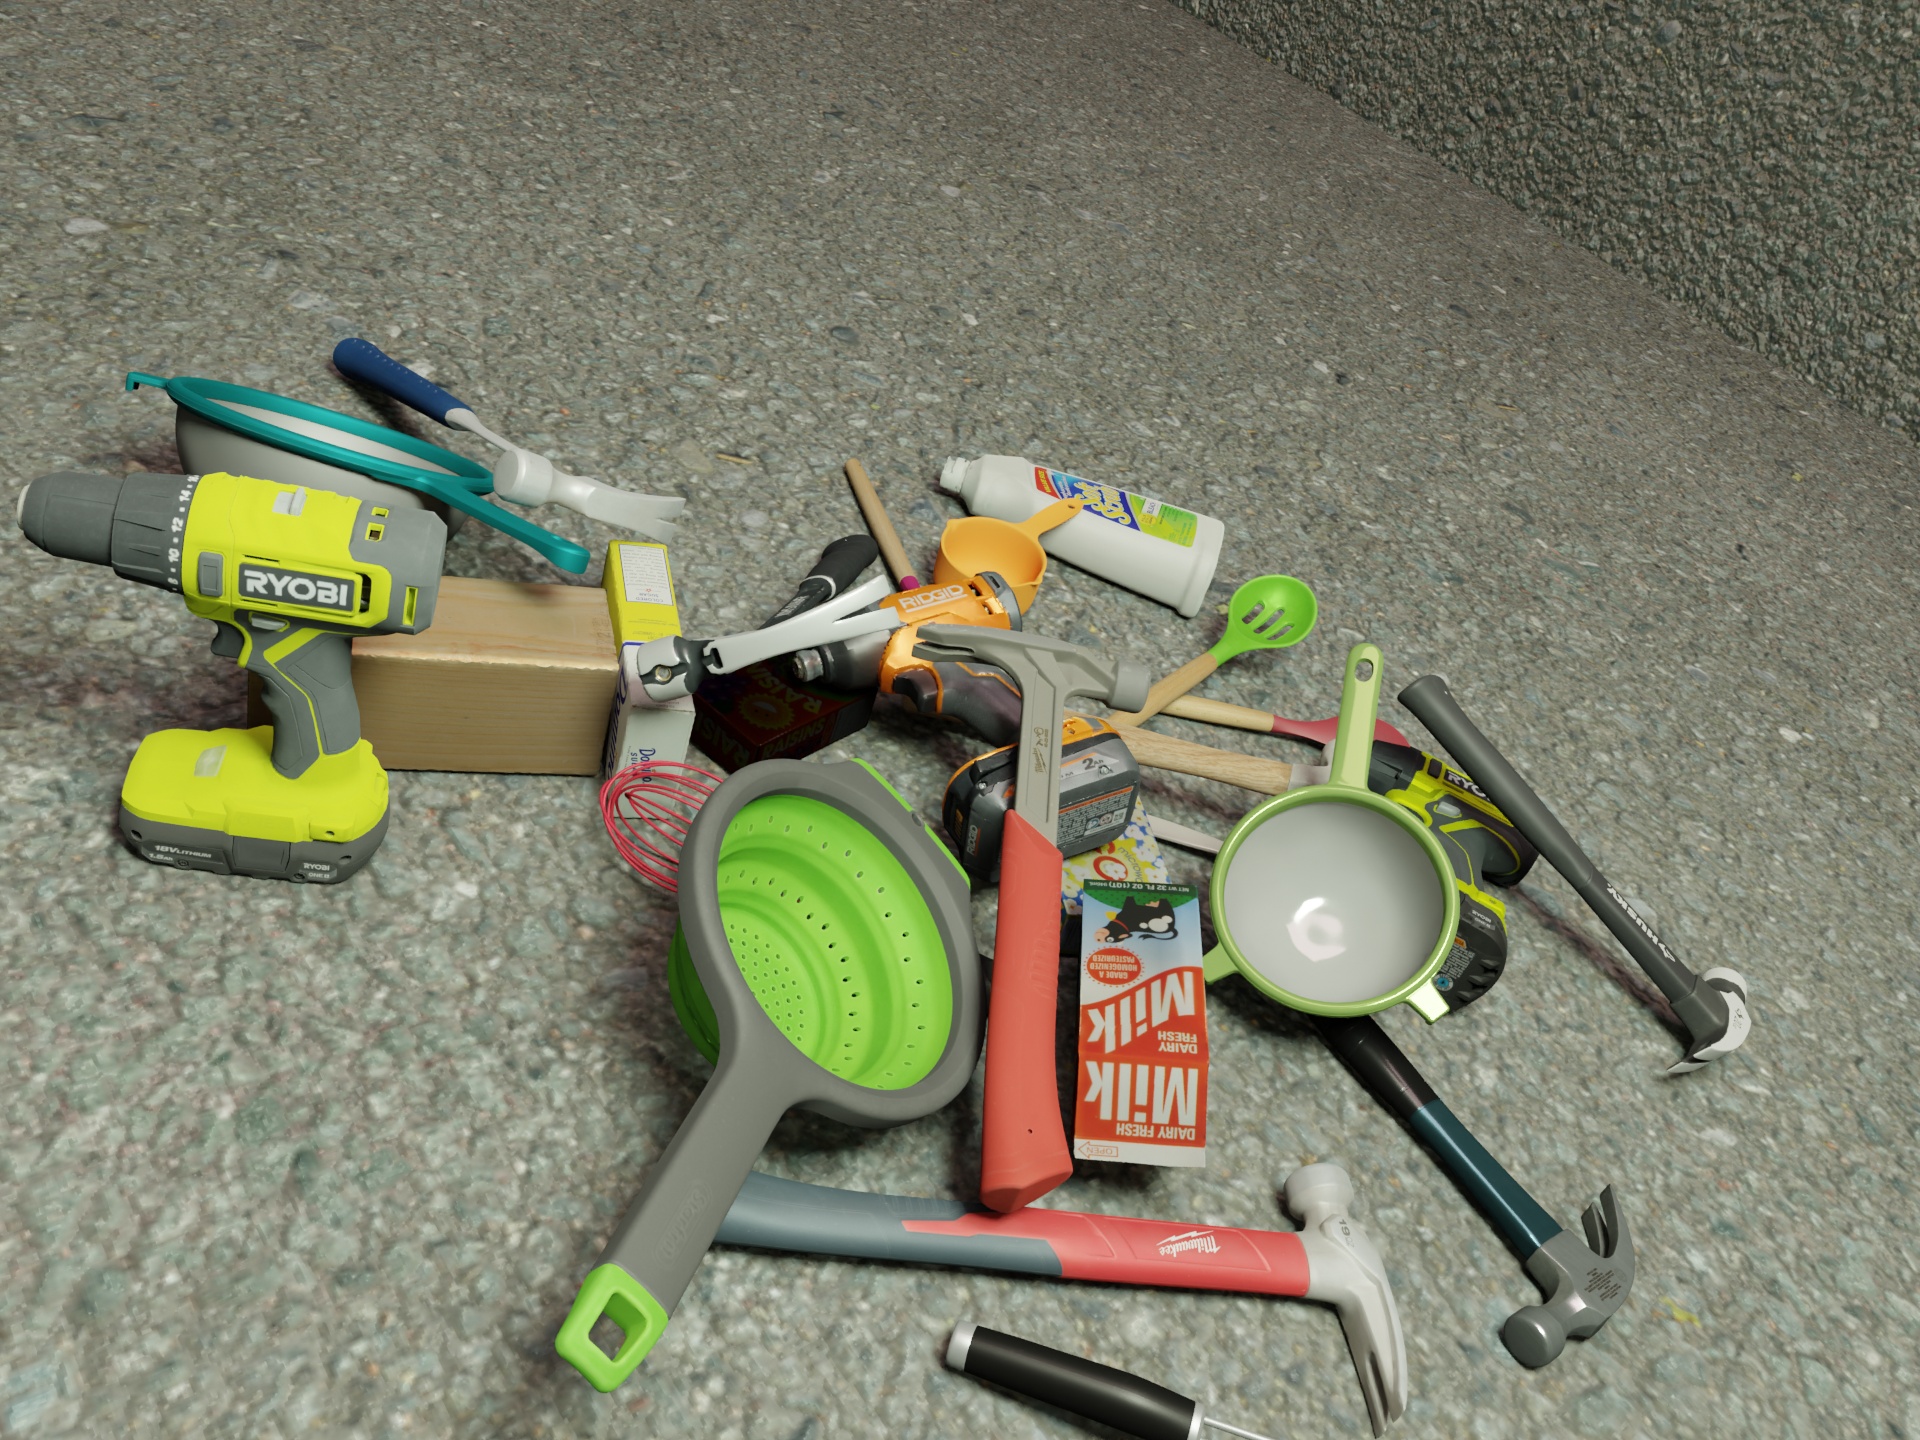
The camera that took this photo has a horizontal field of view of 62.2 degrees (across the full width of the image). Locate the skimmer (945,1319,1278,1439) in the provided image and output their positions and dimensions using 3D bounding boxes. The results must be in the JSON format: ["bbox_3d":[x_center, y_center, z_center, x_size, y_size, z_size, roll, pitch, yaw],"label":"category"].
[{"bbox_3d":[0.165,0.369,0.755,0.363,0.090,0.127,16,46,10],"label":"skimmer"}]

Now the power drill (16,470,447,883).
[{"bbox_3d":[-0.378,-0.027,0.830,0.190,0.228,0.080,9,38,-16],"label":"power drill"}]

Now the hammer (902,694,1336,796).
[{"bbox_3d":[0.119,0.018,1.127,0.331,0.031,0.130,13,27,11],"label":"hammer"}]

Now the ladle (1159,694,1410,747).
[{"bbox_3d":[0.222,-0.003,1.266,0.315,0.031,0.069,11,38,-10],"label":"ladle"}]

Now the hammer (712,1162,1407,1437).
[{"bbox_3d":[0.040,0.278,0.806,0.386,0.038,0.143,10,39,-15],"label":"hammer"}]

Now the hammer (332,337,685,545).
[{"bbox_3d":[-0.351,-0.212,1.153,0.144,0.035,0.406,13,13,-47],"label":"hammer"}]

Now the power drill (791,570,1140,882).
[{"bbox_3d":[-0.002,-0.003,1.051,0.164,0.084,0.227,-16,49,-23],"label":"power drill"}]

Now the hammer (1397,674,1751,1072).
[{"bbox_3d":[0.430,0.101,1.125,0.335,0.035,0.146,50,33,7],"label":"hammer"}]

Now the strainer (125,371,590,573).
[{"bbox_3d":[-0.375,-0.127,1.032,0.341,0.095,0.211,26,11,27],"label":"strainer"}]

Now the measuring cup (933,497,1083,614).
[{"bbox_3d":[0.046,-0.136,1.317,0.095,0.052,0.173,36,43,19],"label":"measuring cup"}]

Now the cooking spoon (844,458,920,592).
[{"bbox_3d":[-0.049,-0.126,1.292,0.068,0.017,0.319,33,22,-39],"label":"cooking spoon"}]

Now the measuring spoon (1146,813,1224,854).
[{"bbox_3d":[0.159,0.088,1.131,0.124,0.018,0.034,18,34,8],"label":"measuring spoon"}]

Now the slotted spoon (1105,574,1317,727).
[{"bbox_3d":[0.179,-0.037,1.248,0.070,0.031,0.314,41,50,21],"label":"slotted spoon"}]

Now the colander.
[{"bbox_3d":[-0.111,0.169,0.783,0.204,0.094,0.397,49,31,-11],"label":"colander"}]

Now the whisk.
[{"bbox_3d":[-0.082,0.108,0.952,0.296,0.073,0.073,28,36,-2],"label":"whisk"}]

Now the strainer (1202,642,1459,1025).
[{"bbox_3d":[0.246,0.075,1.028,0.151,0.069,0.256,8,65,14],"label":"strainer"}]

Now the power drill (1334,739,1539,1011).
[{"bbox_3d":[0.327,0.097,1.149,0.171,0.080,0.223,29,33,9],"label":"power drill"}]

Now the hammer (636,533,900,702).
[{"bbox_3d":[-0.096,-0.090,1.085,0.149,0.036,0.409,-15,12,8],"label":"hammer"}]

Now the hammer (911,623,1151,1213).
[{"bbox_3d":[0.030,0.094,0.890,0.149,0.036,0.359,10,52,-5],"label":"hammer"}]

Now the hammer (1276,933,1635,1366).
[{"bbox_3d":[0.276,0.231,0.983,0.128,0.033,0.331,-12,47,-35],"label":"hammer"}]
